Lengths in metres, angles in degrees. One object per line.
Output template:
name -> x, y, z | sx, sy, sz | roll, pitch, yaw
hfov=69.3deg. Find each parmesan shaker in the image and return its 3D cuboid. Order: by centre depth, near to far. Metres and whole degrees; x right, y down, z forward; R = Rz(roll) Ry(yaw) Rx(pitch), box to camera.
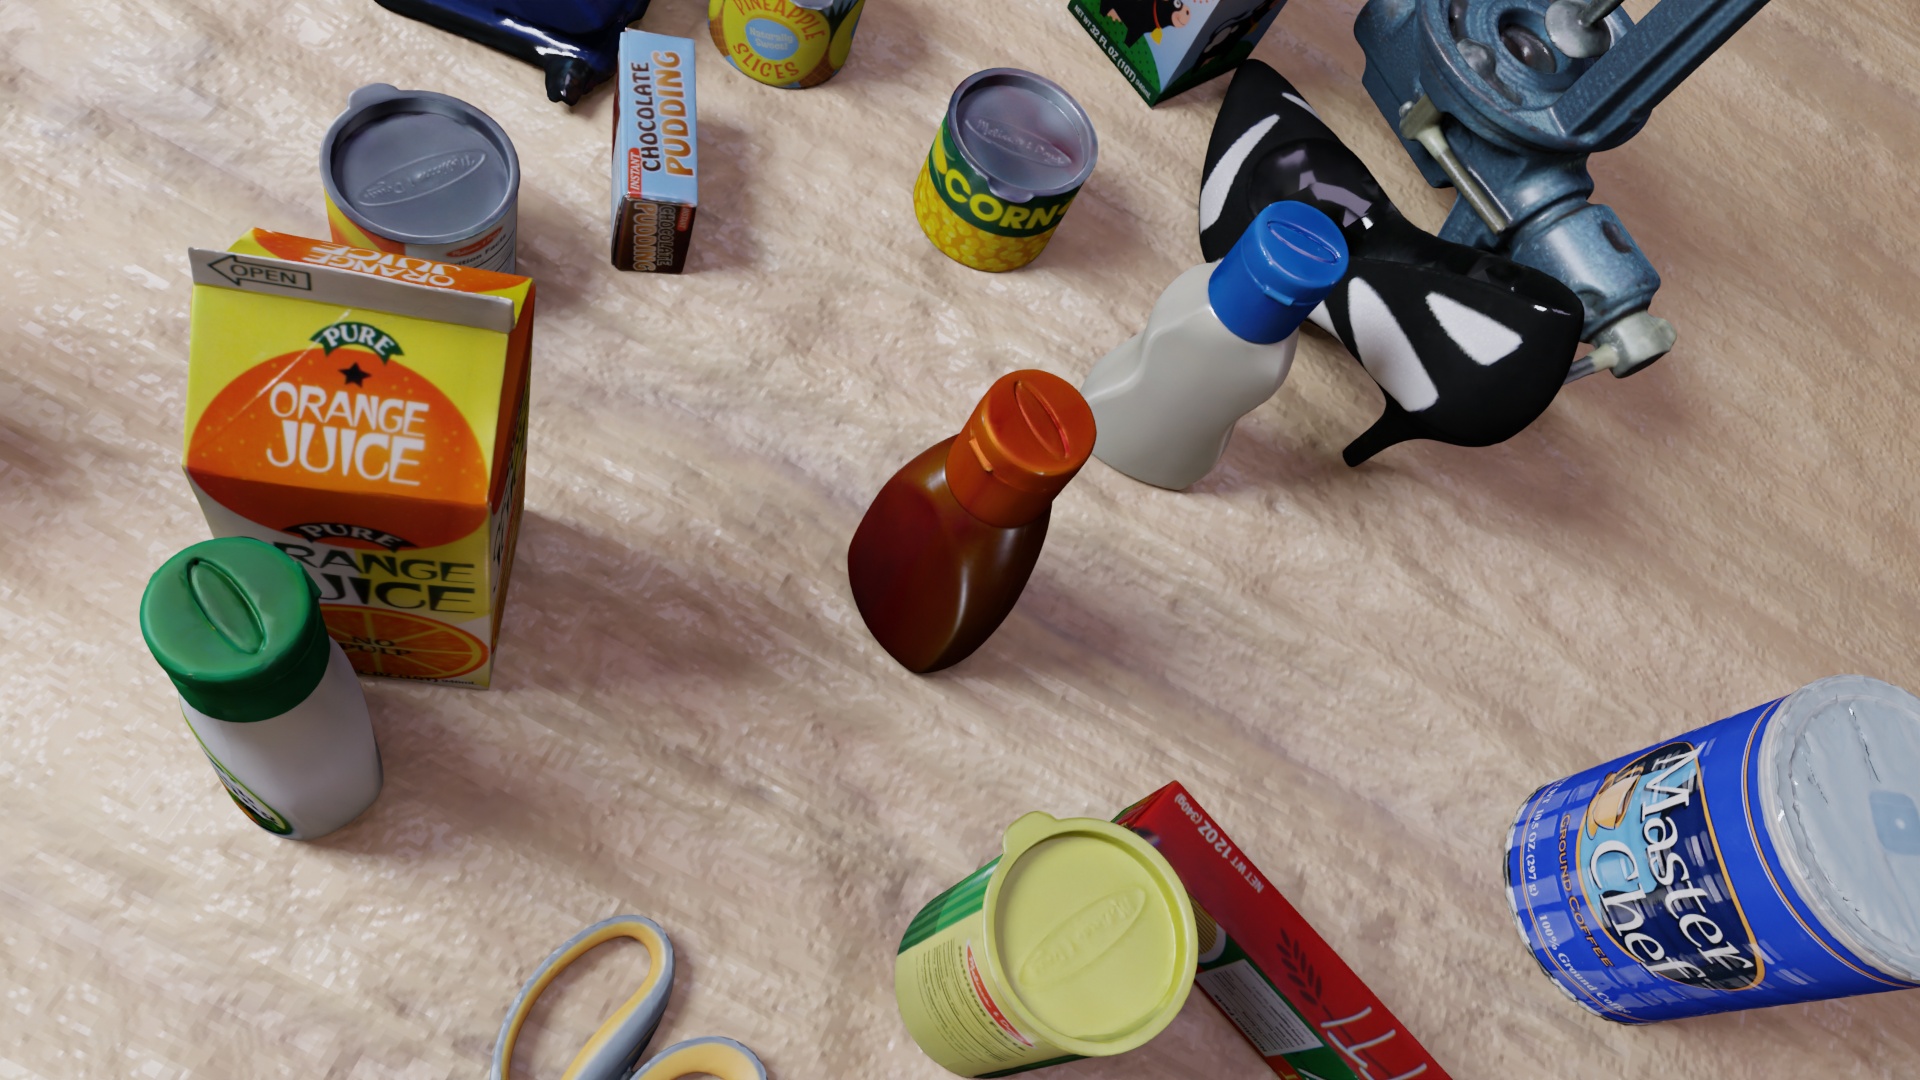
parmesan shaker -> 0.022, 0.130, 0.441 | 0.071, 0.102, 0.071 | 7, 64, -15

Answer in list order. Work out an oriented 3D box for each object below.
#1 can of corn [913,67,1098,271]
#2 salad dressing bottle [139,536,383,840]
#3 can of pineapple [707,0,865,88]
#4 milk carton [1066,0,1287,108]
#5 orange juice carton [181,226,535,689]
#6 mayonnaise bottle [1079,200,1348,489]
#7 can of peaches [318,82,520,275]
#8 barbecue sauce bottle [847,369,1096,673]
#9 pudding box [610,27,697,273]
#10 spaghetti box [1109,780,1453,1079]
can of corn -> 0.017, -0.157, 0.599 | 0.071, 0.058, 0.071 | 7, 64, -15
salad dressing bottle -> -0.191, 0.043, 0.384 | 0.044, 0.147, 0.064 | -34, 81, -28
can of pineapple -> -0.075, -0.241, 0.607 | 0.071, 0.057, 0.071 | 7, 64, -15
milk carton -> 0.127, -0.292, 0.623 | 0.074, 0.189, 0.072 | -32, 80, -28
orange juice carton -> -0.165, -0.023, 0.398 | 0.072, 0.191, 0.073 | 9, 64, -15
mayonnaise bottle -> 0.096, -0.072, 0.534 | 0.065, 0.147, 0.041 | 26, 61, -6
can of peaches -> -0.198, -0.122, 0.511 | 0.071, 0.057, 0.071 | 7, 64, -15
barbecue sauce bottle -> 0.002, -0.006, 0.471 | 0.044, 0.148, 0.065 | -23, 75, -26
pudding box -> -0.123, -0.156, 0.556 | 0.030, 0.049, 0.084 | 2, 66, -18
spaghetti box -> 0.142, 0.190, 0.484 | 0.029, 0.050, 0.250 | -39, 83, -29
